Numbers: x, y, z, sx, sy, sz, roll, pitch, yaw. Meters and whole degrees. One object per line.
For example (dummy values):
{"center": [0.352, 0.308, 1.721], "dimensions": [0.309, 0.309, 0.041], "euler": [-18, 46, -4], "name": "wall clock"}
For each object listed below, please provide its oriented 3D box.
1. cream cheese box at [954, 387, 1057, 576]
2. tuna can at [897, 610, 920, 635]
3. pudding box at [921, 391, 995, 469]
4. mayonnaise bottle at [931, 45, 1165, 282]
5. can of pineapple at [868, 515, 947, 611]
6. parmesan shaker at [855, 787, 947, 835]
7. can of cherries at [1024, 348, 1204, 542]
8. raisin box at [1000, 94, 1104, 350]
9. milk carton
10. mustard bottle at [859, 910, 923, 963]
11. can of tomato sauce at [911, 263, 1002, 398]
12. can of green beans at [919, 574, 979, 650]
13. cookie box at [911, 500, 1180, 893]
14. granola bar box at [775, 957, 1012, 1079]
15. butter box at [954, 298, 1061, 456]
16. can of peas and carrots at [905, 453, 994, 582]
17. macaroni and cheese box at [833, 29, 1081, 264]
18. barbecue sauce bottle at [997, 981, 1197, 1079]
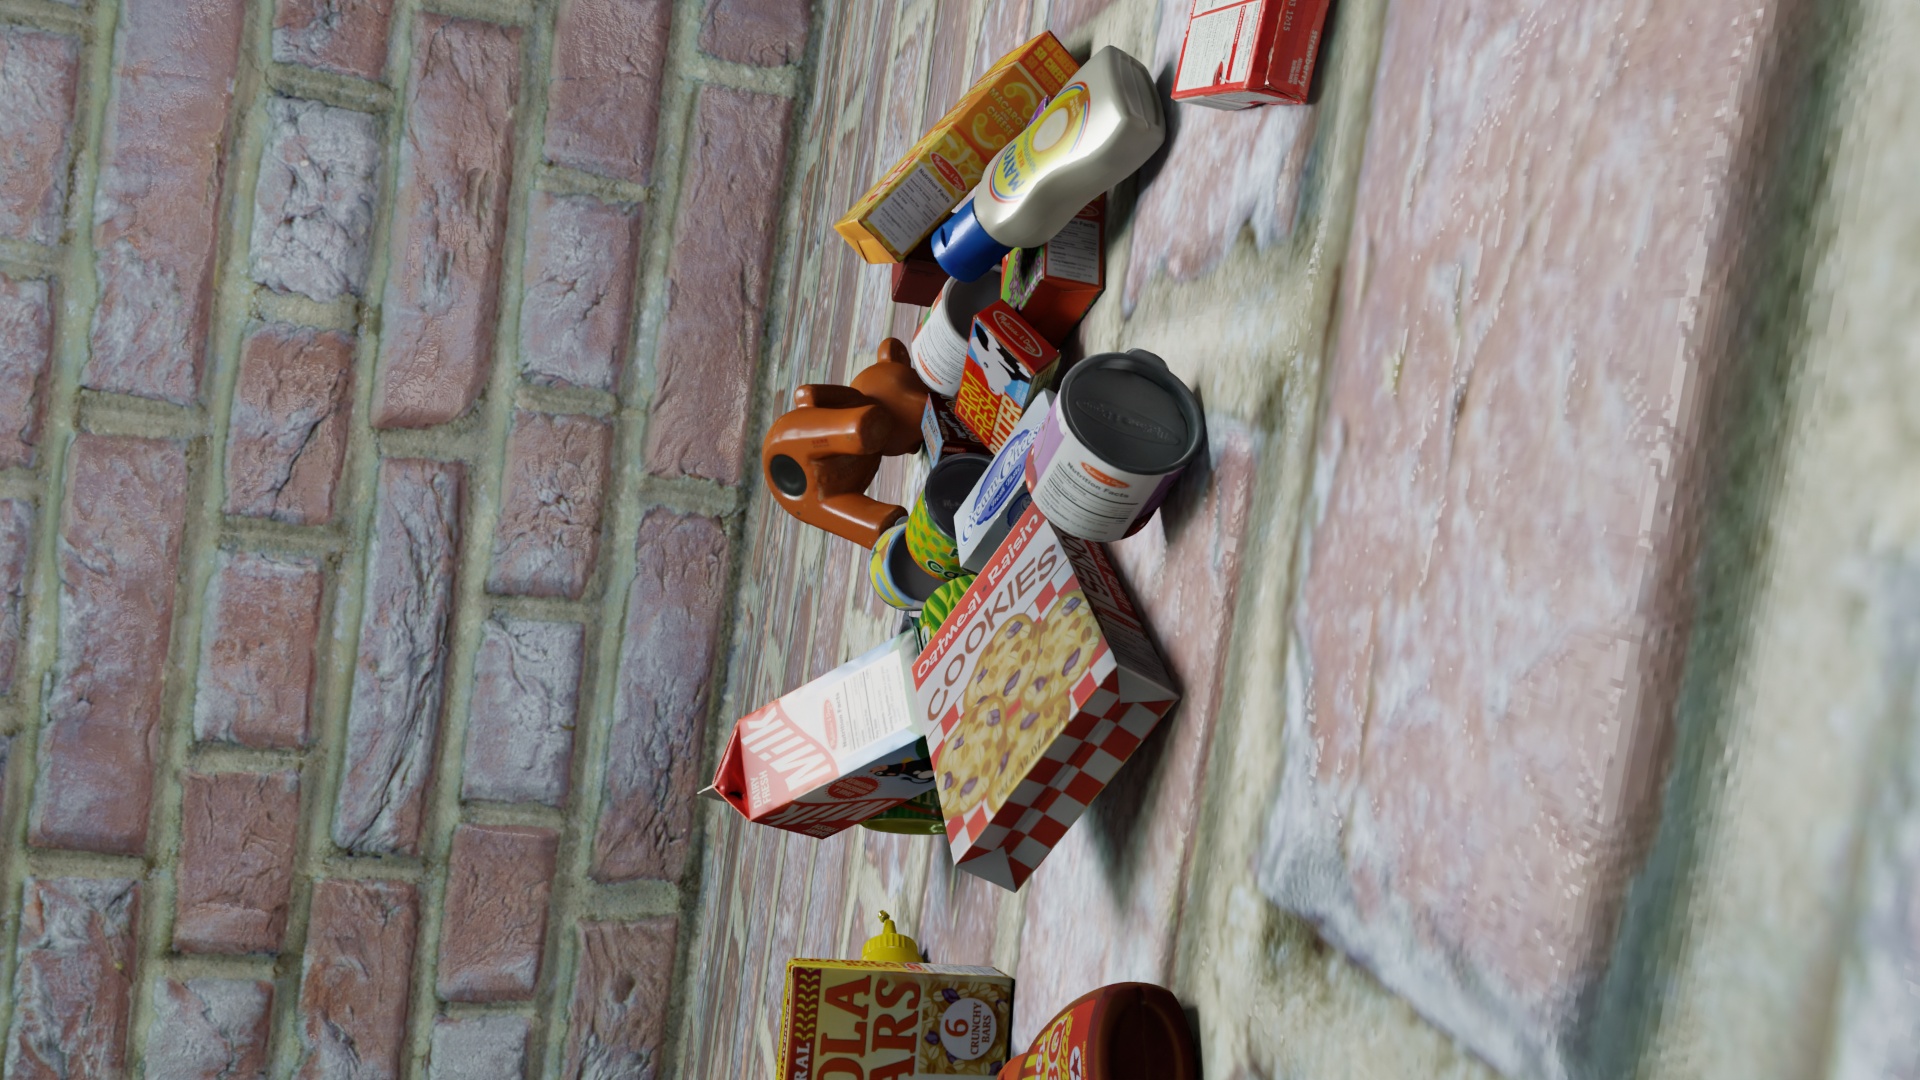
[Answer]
{"center": [0.033, -0.032, 0.796], "dimensions": [0.103, 0.024, 0.053], "euler": [-55, 24, 26], "name": "cream cheese box"}
{"center": [-0.027, 0.087, 1.026], "dimensions": [0.071, 0.033, 0.071], "euler": [-171, 88, -77], "name": "tuna can"}
{"center": [0.004, -0.070, 0.943], "dimensions": [0.084, 0.050, 0.030], "euler": [-105, 24, -60], "name": "pudding box"}
{"center": [0.043, -0.193, 0.744], "dimensions": [0.147, 0.041, 0.065], "euler": [-35, 50, 39], "name": "mayonnaise bottle"}
{"center": [-0.029, 0.016, 0.996], "dimensions": [0.058, 0.071, 0.071], "euler": [163, 114, -74], "name": "can of pineapple"}
{"center": [-0.033, 0.142, 0.938], "dimensions": [0.071, 0.071, 0.103], "euler": [129, 146, -66], "name": "parmesan shaker"}
{"center": [0.069, -0.043, 0.626], "dimensions": [0.058, 0.071, 0.072], "euler": [115, 158, -54], "name": "can of cherries"}
{"center": [0.053, -0.186, 0.822], "dimensions": [0.085, 0.040, 0.124], "euler": [128, 148, -67], "name": "raisin box"}
{"center": [-0.075, 0.133, 0.884], "dimensions": [0.190, 0.072, 0.074], "euler": [-29, 55, 24], "name": "milk carton"}
{"center": [-0.046, 0.320, 0.944], "dimensions": [0.161, 0.049, 0.065], "euler": [-96, 19, -47], "name": "mustard bottle"}
{"center": [0.010, -0.140, 0.925], "dimensions": [0.083, 0.071, 0.071], "euler": [137, 138, -69], "name": "can of tomato sauce"}
{"center": [0.011, 0.061, 0.804], "dimensions": [0.058, 0.071, 0.071], "euler": [-106, 26, -59], "name": "can of green beans"}
{"center": [0.034, 0.068, 0.679], "dimensions": [0.122, 0.040, 0.168], "euler": [-54, 23, 17], "name": "cookie box"}
{"center": [-0.040, 0.318, 0.758], "dimensions": [0.039, 0.124, 0.166], "euler": [141, 134, -73], "name": "granola bar box"}
{"center": [0.026, -0.092, 0.829], "dimensions": [0.053, 0.024, 0.103], "euler": [47, 156, 17], "name": "butter box"}
{"center": [0.003, -0.011, 0.881], "dimensions": [0.058, 0.071, 0.071], "euler": [119, 154, -60], "name": "can of peas and carrots"}
{"center": [-0.004, -0.251, 0.905], "dimensions": [0.166, 0.040, 0.124], "euler": [-45, 17, -1], "name": "macaroni and cheese box"}
{"center": [0.052, 0.230, 0.591], "dimensions": [0.148, 0.044, 0.065], "euler": [121, 152, -60], "name": "barbecue sauce bottle"}
